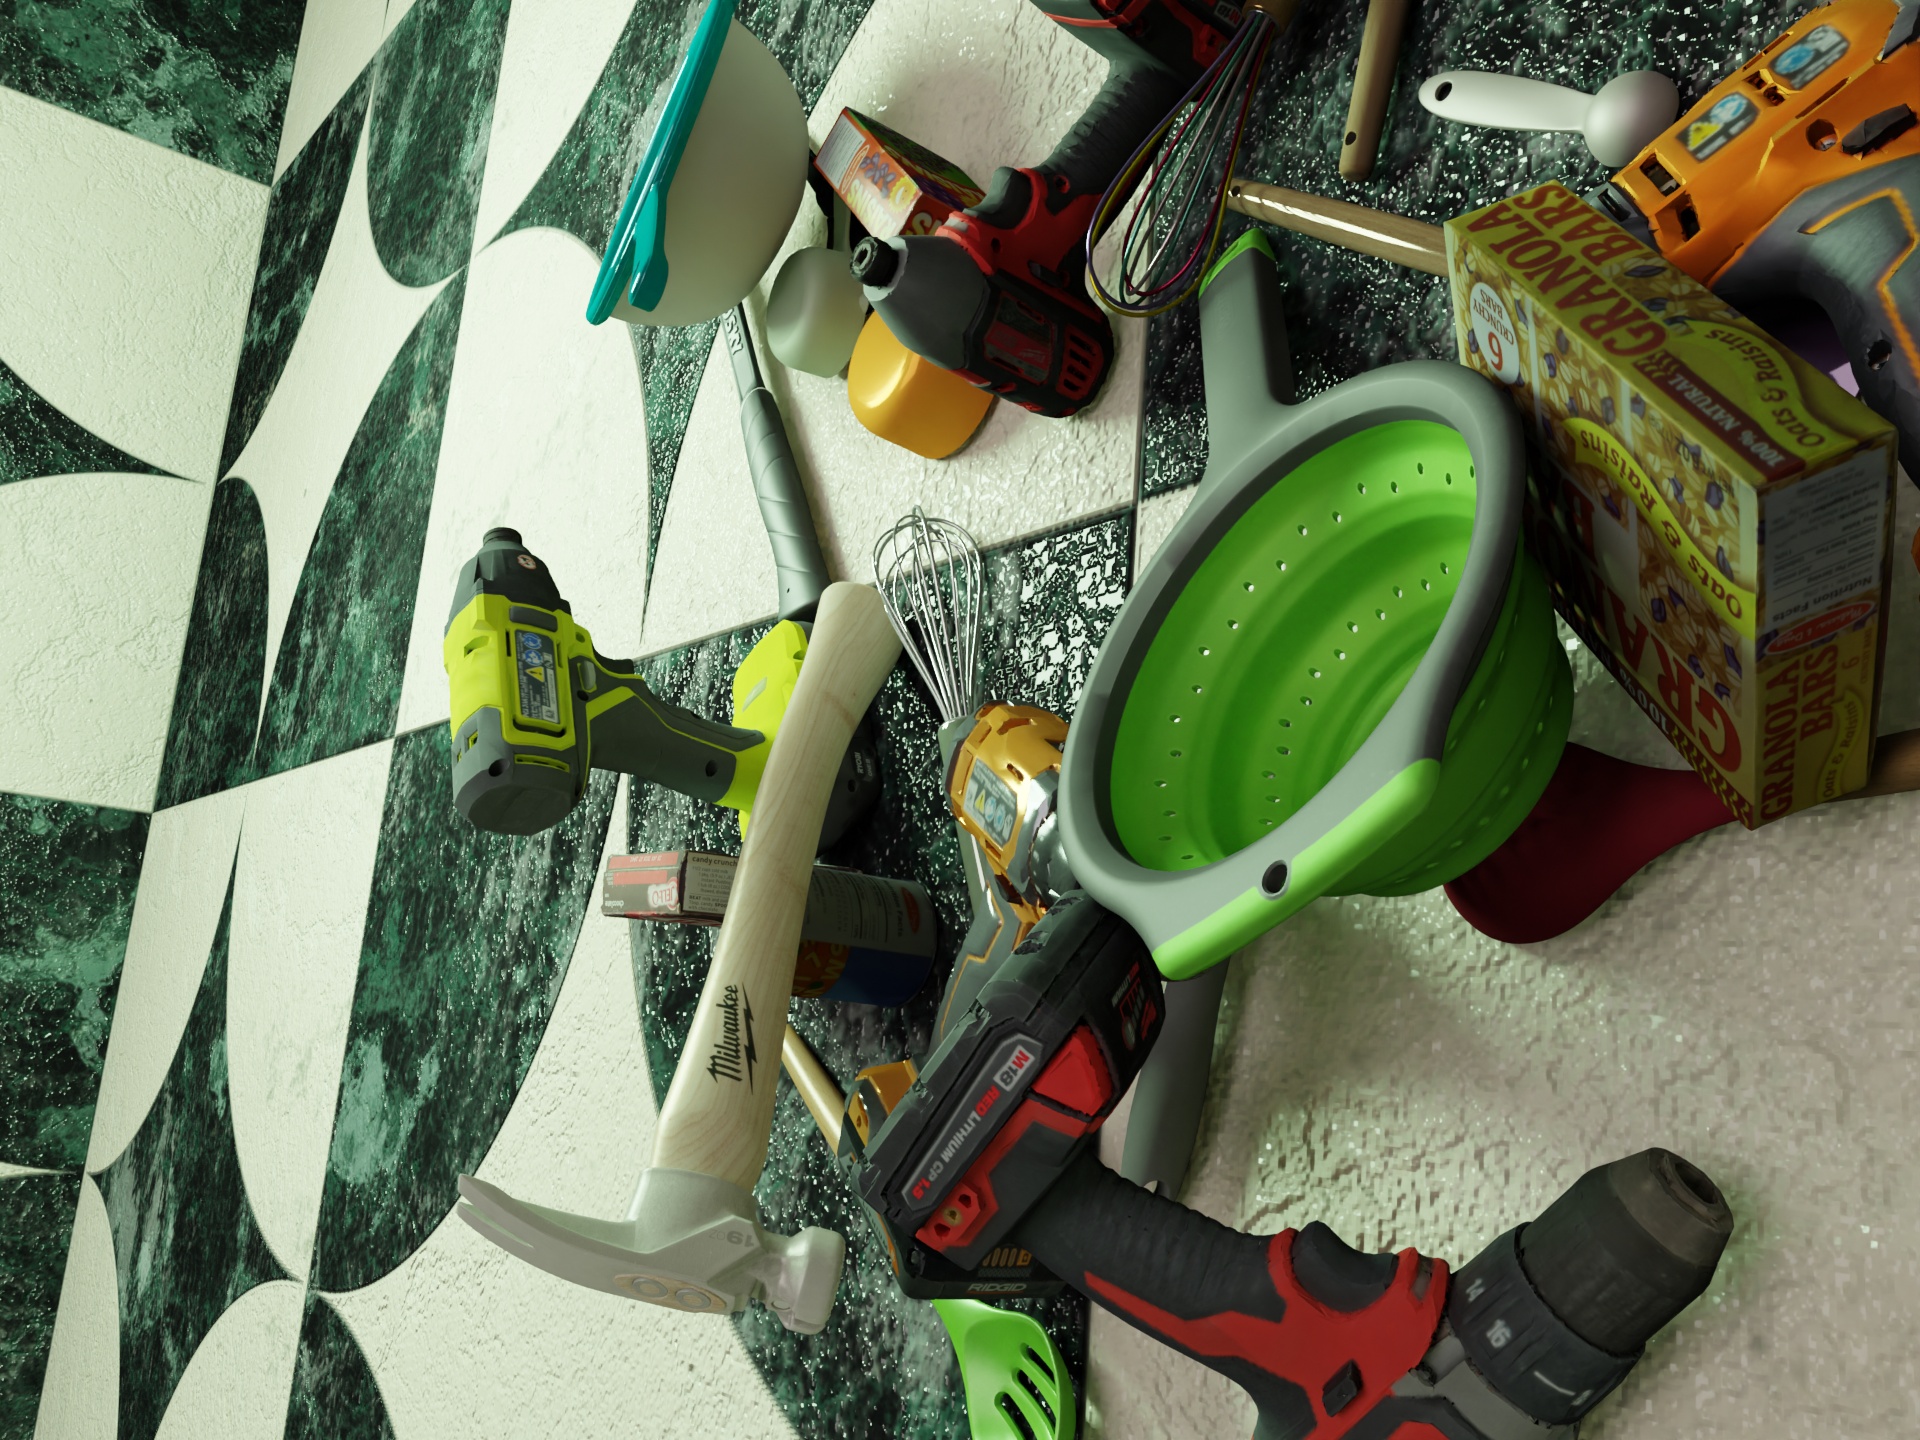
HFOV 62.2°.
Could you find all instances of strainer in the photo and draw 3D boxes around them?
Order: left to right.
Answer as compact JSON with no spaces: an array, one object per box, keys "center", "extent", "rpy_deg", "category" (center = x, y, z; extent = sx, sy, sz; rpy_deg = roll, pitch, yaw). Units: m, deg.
[{"center":[-0.143,-0.292,0.931],"extent":[0.211,0.095,0.341],"rpy_deg":[-59,23,26],"category":"strainer"}]

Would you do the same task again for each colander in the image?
[{"center":[0.137,-0.063,0.586],"extent":[0.204,0.094,0.397],"rpy_deg":[-43,26,35],"category":"colander"}]

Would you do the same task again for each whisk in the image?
[{"center":[-0.001,-0.003,0.794],"extent":[0.059,0.058,0.247],"rpy_deg":[99,162,-62],"category":"whisk"},{"center":[0.095,0.086,0.634],"extent":[0.055,0.055,0.239],"rpy_deg":[15,95,53],"category":"whisk"},{"center":[0.127,-0.287,0.703],"extent":[0.047,0.051,0.245],"rpy_deg":[28,90,34],"category":"whisk"}]

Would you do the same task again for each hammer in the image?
[{"center":[-0.095,0.069,0.735],"extent":[0.411,0.146,0.038],"rpy_deg":[-80,8,-47],"category":"hammer"},{"center":[-0.133,-0.219,1.040],"extent":[0.149,0.036,0.409],"rpy_deg":[-45,47,33],"category":"hammer"}]

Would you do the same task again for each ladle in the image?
[{"center":[0.267,0.014,0.452],"extent":[0.315,0.031,0.069],"rpy_deg":[-19,63,46],"category":"ladle"}]

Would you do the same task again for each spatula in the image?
[{"center":[0.198,-0.172,0.606],"extent":[0.316,0.018,0.059],"rpy_deg":[42,112,49],"category":"spatula"}]

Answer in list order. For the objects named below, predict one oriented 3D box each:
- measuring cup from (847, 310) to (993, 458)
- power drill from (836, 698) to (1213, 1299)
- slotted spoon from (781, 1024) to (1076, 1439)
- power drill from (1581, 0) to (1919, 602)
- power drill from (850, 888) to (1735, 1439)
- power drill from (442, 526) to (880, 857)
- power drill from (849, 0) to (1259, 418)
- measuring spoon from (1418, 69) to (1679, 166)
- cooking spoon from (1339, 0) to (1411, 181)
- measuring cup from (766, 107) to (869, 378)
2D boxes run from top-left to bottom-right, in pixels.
[{"center":[-0.030,-0.228,0.891],"extent":[0.095,0.052,0.174],"rpy_deg":[-40,48,38],"category":"measuring cup"},{"center":[0.029,0.122,0.641],"extent":[0.185,0.084,0.226],"rpy_deg":[42,119,62],"category":"power drill"},{"center":[-0.027,0.239,0.760],"extent":[0.314,0.031,0.070],"rpy_deg":[43,113,52],"category":"slotted spoon"},{"center":[0.285,-0.123,0.421],"extent":[0.164,0.084,0.227],"rpy_deg":[-39,46,24],"category":"power drill"},{"center":[0.099,0.153,0.502],"extent":[0.227,0.080,0.187],"rpy_deg":[38,117,8],"category":"power drill"},{"center":[-0.162,-0.012,0.849],"extent":[0.080,0.223,0.171],"rpy_deg":[-42,49,37],"category":"power drill"},{"center":[0.041,-0.262,0.739],"extent":[0.079,0.143,0.219],"rpy_deg":[37,106,48],"category":"power drill"},{"center":[0.215,-0.236,0.604],"extent":[0.124,0.018,0.034],"rpy_deg":[40,111,51],"category":"measuring spoon"},{"center":[0.198,-0.382,0.674],"extent":[0.069,0.017,0.319],"rpy_deg":[7,84,54],"category":"cooking spoon"},{"center":[-0.088,-0.295,0.971],"extent":[0.083,0.038,0.167],"rpy_deg":[0,86,58],"category":"measuring cup"}]
